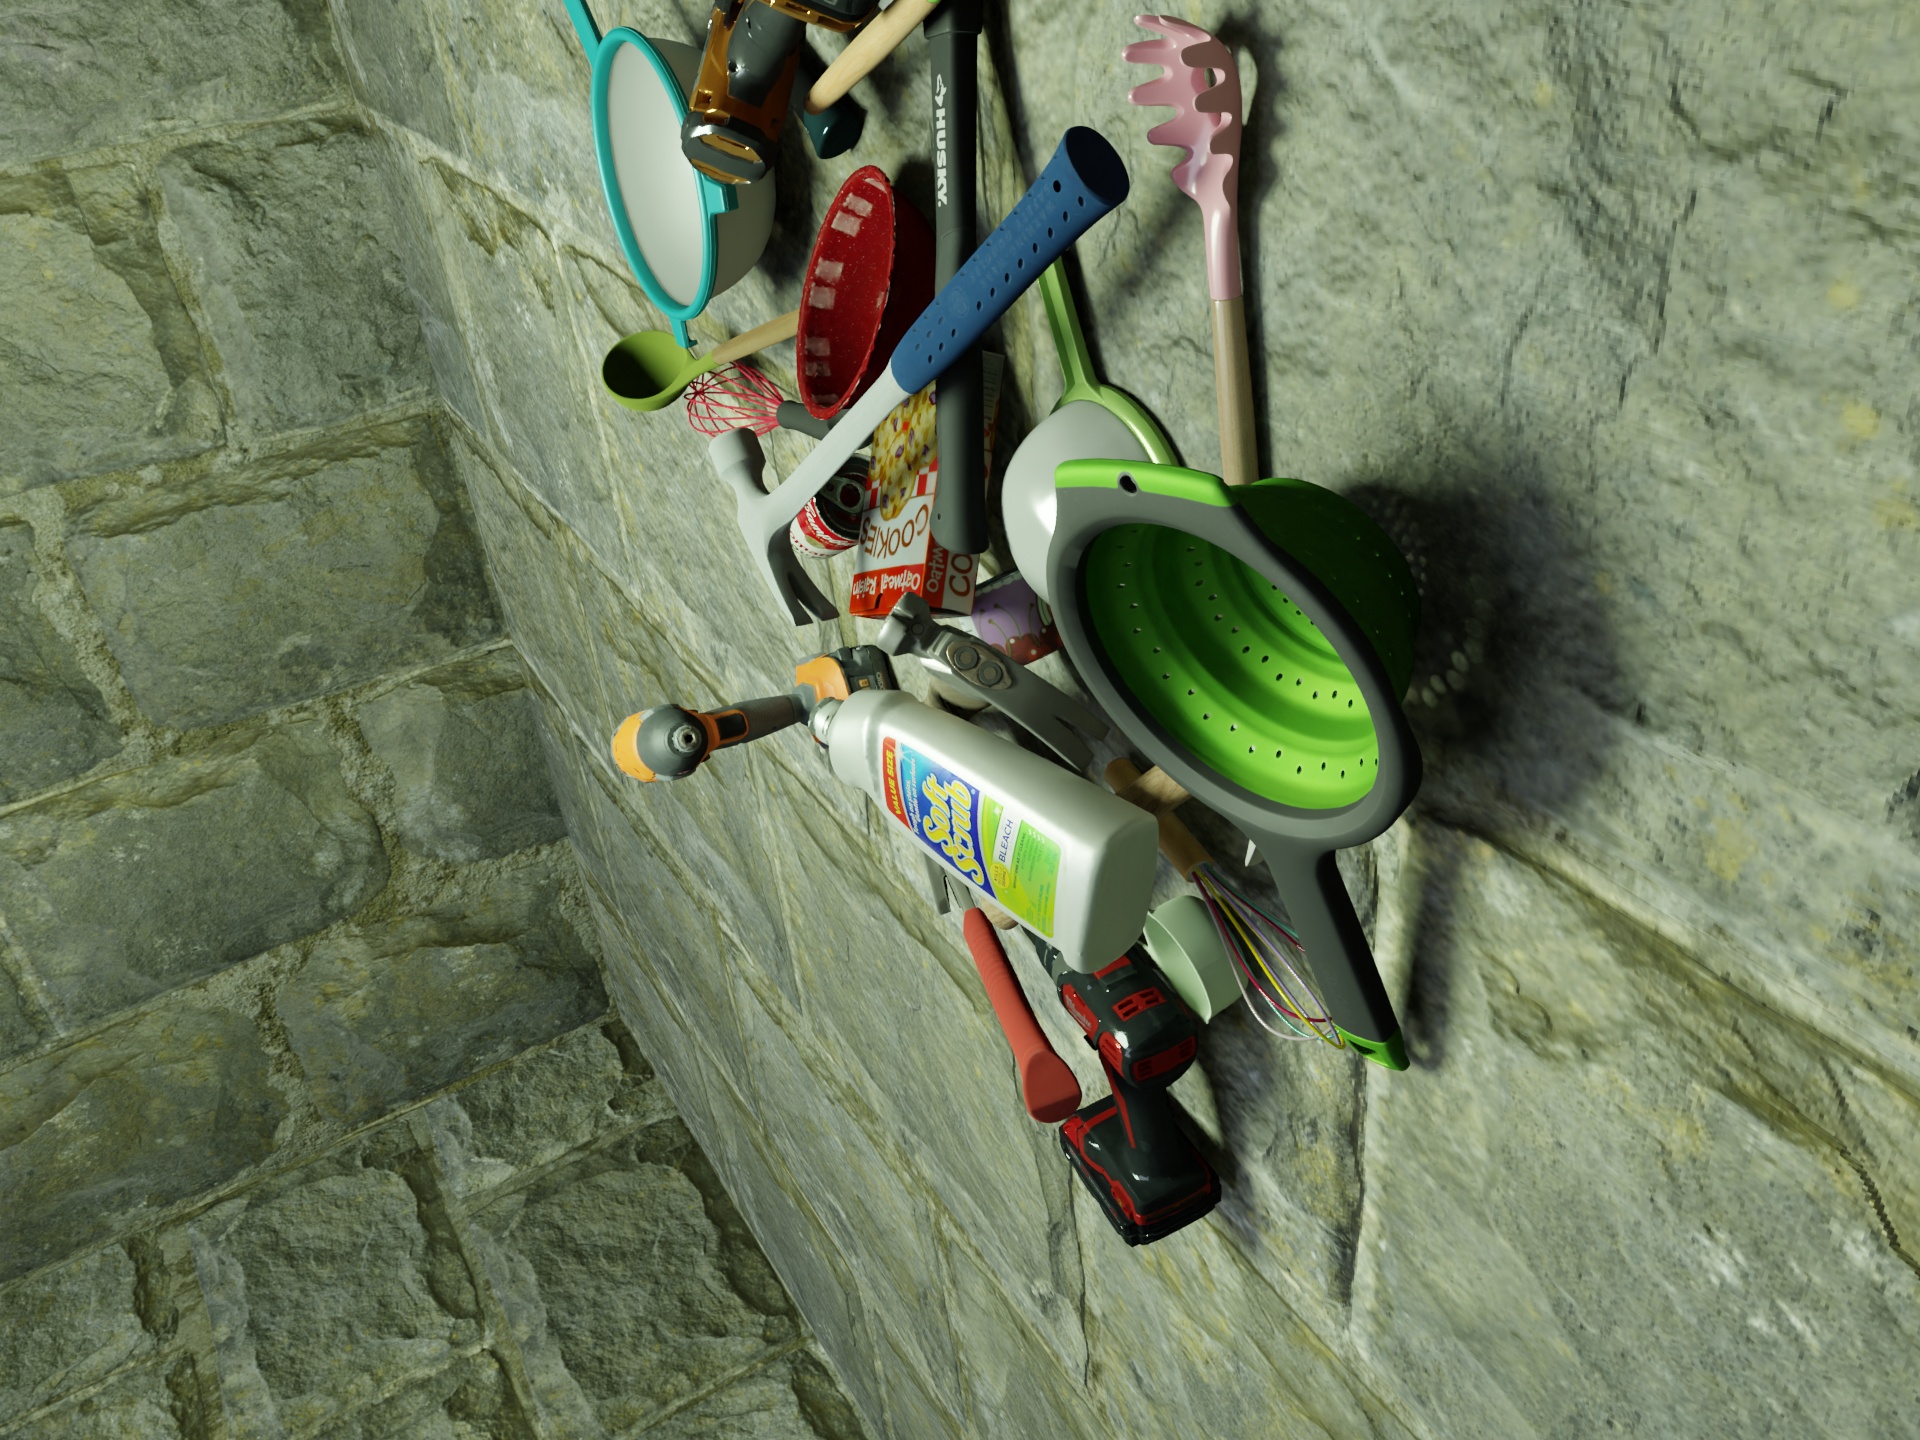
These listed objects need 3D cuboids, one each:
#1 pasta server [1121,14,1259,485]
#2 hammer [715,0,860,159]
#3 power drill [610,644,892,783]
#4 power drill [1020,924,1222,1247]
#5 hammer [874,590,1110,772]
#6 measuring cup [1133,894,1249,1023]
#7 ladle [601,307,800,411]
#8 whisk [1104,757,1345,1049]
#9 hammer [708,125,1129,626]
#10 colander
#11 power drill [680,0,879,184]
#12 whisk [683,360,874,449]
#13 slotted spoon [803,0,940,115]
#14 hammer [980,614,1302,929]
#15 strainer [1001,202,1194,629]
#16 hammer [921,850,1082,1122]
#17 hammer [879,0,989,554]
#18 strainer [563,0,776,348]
[{"bbox_3d":[0.125,-0.178,0.776,0.060,0.040,0.316,-136,31,-57],"label":"pasta server"},{"bbox_3d":[-0.160,-0.509,1.123,0.331,0.033,0.128,57,156,24],"label":"hammer"},{"bbox_3d":[-0.172,-0.001,1.350,0.164,0.226,0.084,-8,97,67],"label":"power drill"},{"bbox_3d":[0.104,0.234,1.115,0.188,0.080,0.226,49,156,51],"label":"power drill"},{"bbox_3d":[-0.002,-0.004,1.115,0.146,0.038,0.410,33,172,-2],"label":"hammer"},{"bbox_3d":[0.143,0.148,1.046,0.083,0.038,0.167,61,171,-2],"label":"measuring cup"},{"bbox_3d":[-0.186,-0.303,1.261,0.062,0.078,0.320,41,153,-30],"label":"ladle"},{"bbox_3d":[0.156,0.104,0.960,0.245,0.047,0.051,54,136,39],"label":"whisk"},{"bbox_3d":[-0.034,-0.186,0.904,0.405,0.035,0.144,-34,76,53],"label":"hammer"},{"bbox_3d":[0.178,0.017,0.787,0.205,0.094,0.396,17,143,50],"label":"colander"},{"bbox_3d":[-0.098,-0.441,0.923,0.226,0.084,0.185,159,125,-67],"label":"power drill"},{"bbox_3d":[-0.151,-0.253,1.307,0.296,0.073,0.073,25,133,52],"label":"whisk"},{"bbox_3d":[-0.026,-0.378,0.846,0.314,0.031,0.070,-177,90,-65],"label":"slotted spoon"},{"bbox_3d":[0.098,0.064,0.976,0.331,0.031,0.130,-45,65,53],"label":"hammer"},{"bbox_3d":[0.053,-0.163,0.909,0.151,0.069,0.256,17,127,62],"label":"strainer"},{"bbox_3d":[0.020,0.172,1.166,0.359,0.036,0.149,-118,12,-60],"label":"hammer"},{"bbox_3d":[0.001,-0.261,0.899,0.146,0.035,0.334,26,121,58],"label":"hammer"},{"bbox_3d":[-0.224,-0.475,1.220,0.340,0.095,0.211,65,155,12],"label":"strainer"}]
